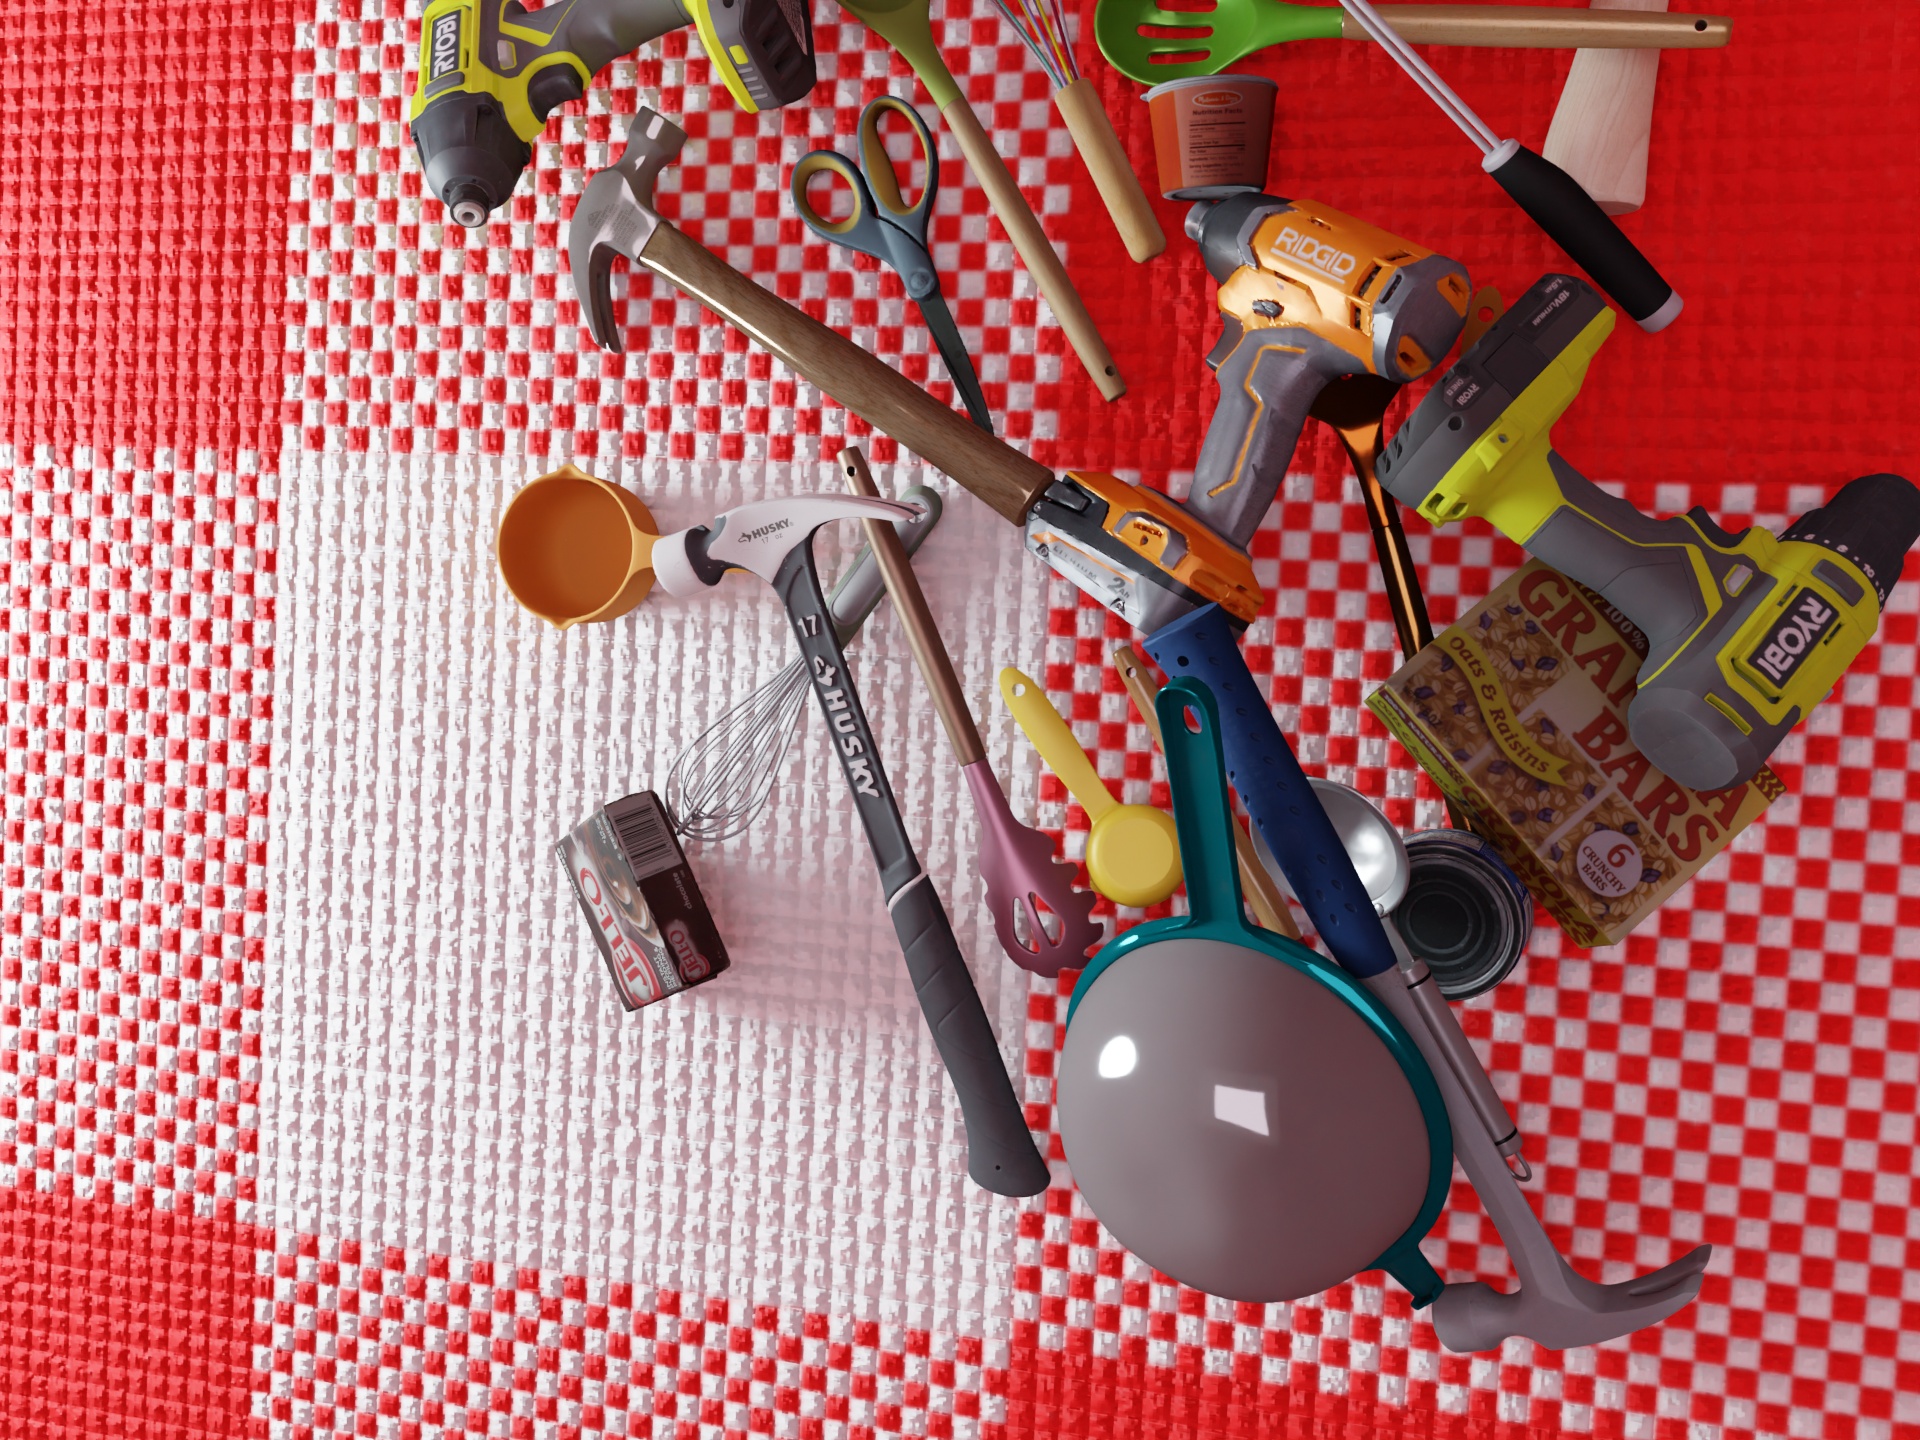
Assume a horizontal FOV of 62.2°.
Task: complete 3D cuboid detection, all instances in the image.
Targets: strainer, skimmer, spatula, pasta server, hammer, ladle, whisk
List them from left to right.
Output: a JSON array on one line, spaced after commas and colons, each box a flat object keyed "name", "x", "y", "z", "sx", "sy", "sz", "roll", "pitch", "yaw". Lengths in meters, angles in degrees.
[{"name": "hammer", "x": -0.089, "y": -0.210, "z": 0.900, "sx": 0.331, "sy": 0.031, "sz": 0.130, "roll": 36, "pitch": 100, "yaw": 13}, {"name": "whisk", "x": -0.088, "y": -0.032, "z": 0.905, "sx": 0.058, "sy": 0.059, "sz": 0.246, "roll": 36, "pitch": 95, "yaw": -2}, {"name": "hammer", "x": -0.030, "y": 0.073, "z": 0.859, "sx": 0.149, "sy": 0.036, "sz": 0.409, "roll": -16, "pitch": 100, "yaw": 23}, {"name": "pasta server", "x": -0.001, "y": -0.003, "z": 0.878, "sx": 0.060, "sy": 0.040, "sz": 0.316, "roll": -22, "pitch": 90, "yaw": 12}, {"name": "ladle", "x": 0.012, "y": -0.319, "z": 0.868, "sx": 0.078, "sy": 0.062, "sz": 0.320, "roll": -28, "pitch": 88, "yaw": -15}, {"name": "whisk", "x": 0.050, "y": -0.361, "z": 0.855, "sx": 0.047, "sy": 0.051, "sz": 0.245, "roll": -23, "pitch": 94, "yaw": 57}, {"name": "strainer", "x": 0.112, "y": 0.151, "z": 0.756, "sx": 0.211, "sy": 0.095, "sz": 0.340, "roll": 5, "pitch": 117, "yaw": 35}, {"name": "ladle", "x": 0.163, "y": 0.098, "z": 0.857, "sx": 0.069, "sy": 0.031, "sz": 0.315, "roll": -30, "pitch": 83, "yaw": 11}, {"name": "skimmer", "x": 0.200, "y": -0.293, "z": 0.771, "sx": 0.363, "sy": 0.127, "sz": 0.090, "roll": 39, "pitch": 96, "yaw": -12}, {"name": "hammer", "x": 0.208, "y": 0.126, "z": 0.761, "sx": 0.144, "sy": 0.035, "sz": 0.405, "roll": -26, "pitch": 97, "yaw": 41}, {"name": "spatula", "x": 0.231, "y": -0.079, "z": 0.838, "sx": 0.081, "sy": 0.041, "sz": 0.322, "roll": -15, "pitch": 92, "yaw": 15}, {"name": "strainer", "x": 0.221, "y": 0.119, "z": 0.797, "sx": 0.087, "sy": 0.050, "sz": 0.258, "roll": -27, "pitch": 92, "yaw": 51}, {"name": "hammer", "x": 0.355, "y": -0.461, "z": 0.789, "sx": 0.146, "sy": 0.038, "sz": 0.410, "roll": 6, "pitch": 93, "yaw": 12}]

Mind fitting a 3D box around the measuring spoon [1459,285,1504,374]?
[{"name": "measuring spoon", "x": 0.269, "y": -0.169, "z": 0.833, "sx": 0.021, "sy": 0.011, "sz": 0.117, "roll": 8, "pitch": 90, "yaw": 7}]

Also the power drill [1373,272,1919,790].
[{"name": "power drill", "x": 0.335, "y": -0.103, "z": 0.763, "sx": 0.228, "sy": 0.080, "sz": 0.190, "roll": 43, "pitch": 72, "yaw": 9}]

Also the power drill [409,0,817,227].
[{"name": "power drill", "x": -0.198, "y": -0.367, "z": 0.883, "sx": 0.223, "sy": 0.080, "sz": 0.171, "roll": -16, "pitch": 60, "yaw": 13}]

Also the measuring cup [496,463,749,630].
[{"name": "measuring cup", "x": -0.179, "y": -0.097, "z": 0.923, "sx": 0.173, "sy": 0.052, "sz": 0.095, "roll": 4, "pitch": 93, "yaw": 12}]

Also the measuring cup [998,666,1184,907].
[{"name": "measuring cup", "x": 0.068, "y": 0.033, "z": 0.871, "sx": 0.062, "sy": 0.029, "sz": 0.156, "roll": -35, "pitch": 83, "yaw": 0}]

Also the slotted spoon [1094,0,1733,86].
[{"name": "slotted spoon", "x": 0.221, "y": -0.352, "z": 0.809, "sx": 0.314, "sy": 0.031, "sz": 0.070, "roll": 11, "pitch": 95, "yaw": 21}]

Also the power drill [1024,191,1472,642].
[{"name": "power drill", "x": 0.132, "y": -0.160, "z": 0.815, "sx": 0.164, "sy": 0.084, "sz": 0.226, "roll": 41, "pitch": 103, "yaw": 37}]
